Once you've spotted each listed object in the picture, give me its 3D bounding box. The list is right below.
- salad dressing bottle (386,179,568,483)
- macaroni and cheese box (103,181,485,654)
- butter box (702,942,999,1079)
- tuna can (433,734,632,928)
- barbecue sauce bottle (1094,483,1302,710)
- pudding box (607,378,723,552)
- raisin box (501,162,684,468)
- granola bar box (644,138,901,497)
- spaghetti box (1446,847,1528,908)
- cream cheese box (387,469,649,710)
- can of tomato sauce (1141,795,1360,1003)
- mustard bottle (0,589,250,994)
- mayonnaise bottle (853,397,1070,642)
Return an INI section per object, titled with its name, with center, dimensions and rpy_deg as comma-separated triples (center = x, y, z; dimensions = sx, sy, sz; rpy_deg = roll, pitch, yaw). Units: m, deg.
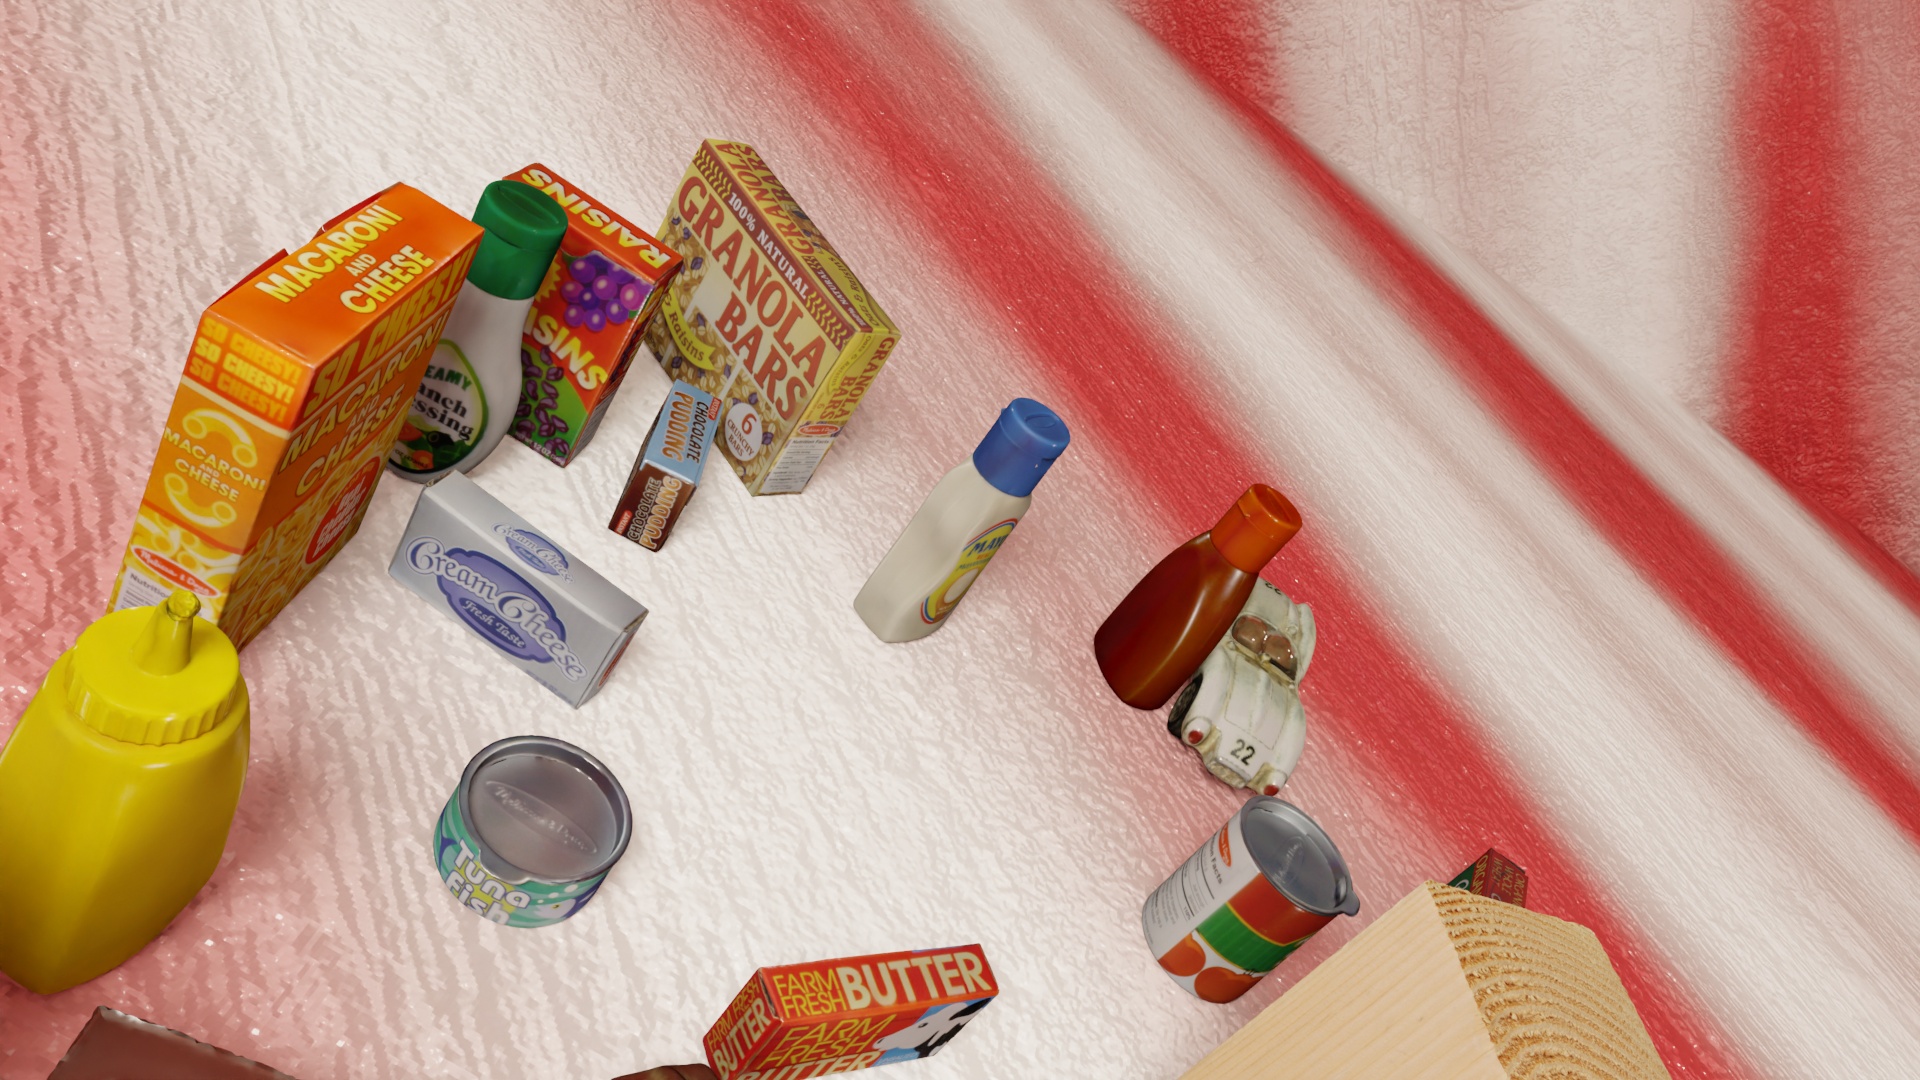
[salad dressing bottle]
center = -0.219, -0.091, 0.618
dimensions = 0.064, 0.147, 0.044
rpy_deg = 32, 31, -9
[macaroni and cheese box]
center = -0.243, -0.037, 0.505
dimensions = 0.040, 0.165, 0.124
rpy_deg = 31, 32, -10
[butter box]
center = -0.040, 0.180, 0.527
dimensions = 0.103, 0.053, 0.024
rpy_deg = 7, 42, -39
[tuna can]
center = -0.161, 0.110, 0.519
dimensions = 0.071, 0.032, 0.071
rpy_deg = 25, 33, -18
[barbecue sauce bottle]
center = 0.137, 0.030, 0.805
dimensions = 0.044, 0.147, 0.065
rpy_deg = 15, 37, -31
[pudding box]
center = -0.149, -0.040, 0.712
dimensions = 0.030, 0.049, 0.084
rpy_deg = 27, 33, -16
[raisin box]
center = -0.202, -0.109, 0.681
dimensions = 0.086, 0.122, 0.040
rpy_deg = 34, 31, -5
[granola bar box]
center = -0.118, -0.126, 0.784
dimensions = 0.039, 0.123, 0.166
rpy_deg = -7, 52, -49
[spaghetti box]
center = 0.267, 0.249, 0.740
dimensions = 0.029, 0.050, 0.251
rpy_deg = 41, 32, 6
[cream cheese box]
center = -0.189, 0.022, 0.589
dimensions = 0.104, 0.053, 0.024
rpy_deg = 36, 31, -1
[can of tomato sauce]
center = 0.140, 0.177, 0.678
dimensions = 0.071, 0.082, 0.071
rpy_deg = 26, 33, -18
[mustard bottle]
center = -0.233, 0.063, 0.388
dimensions = 0.049, 0.159, 0.065
rpy_deg = 40, 31, 5
[mayonnaise bottle]
center = 0.003, -0.009, 0.726
dimensions = 0.041, 0.147, 0.065
rpy_deg = 49, 33, 19
